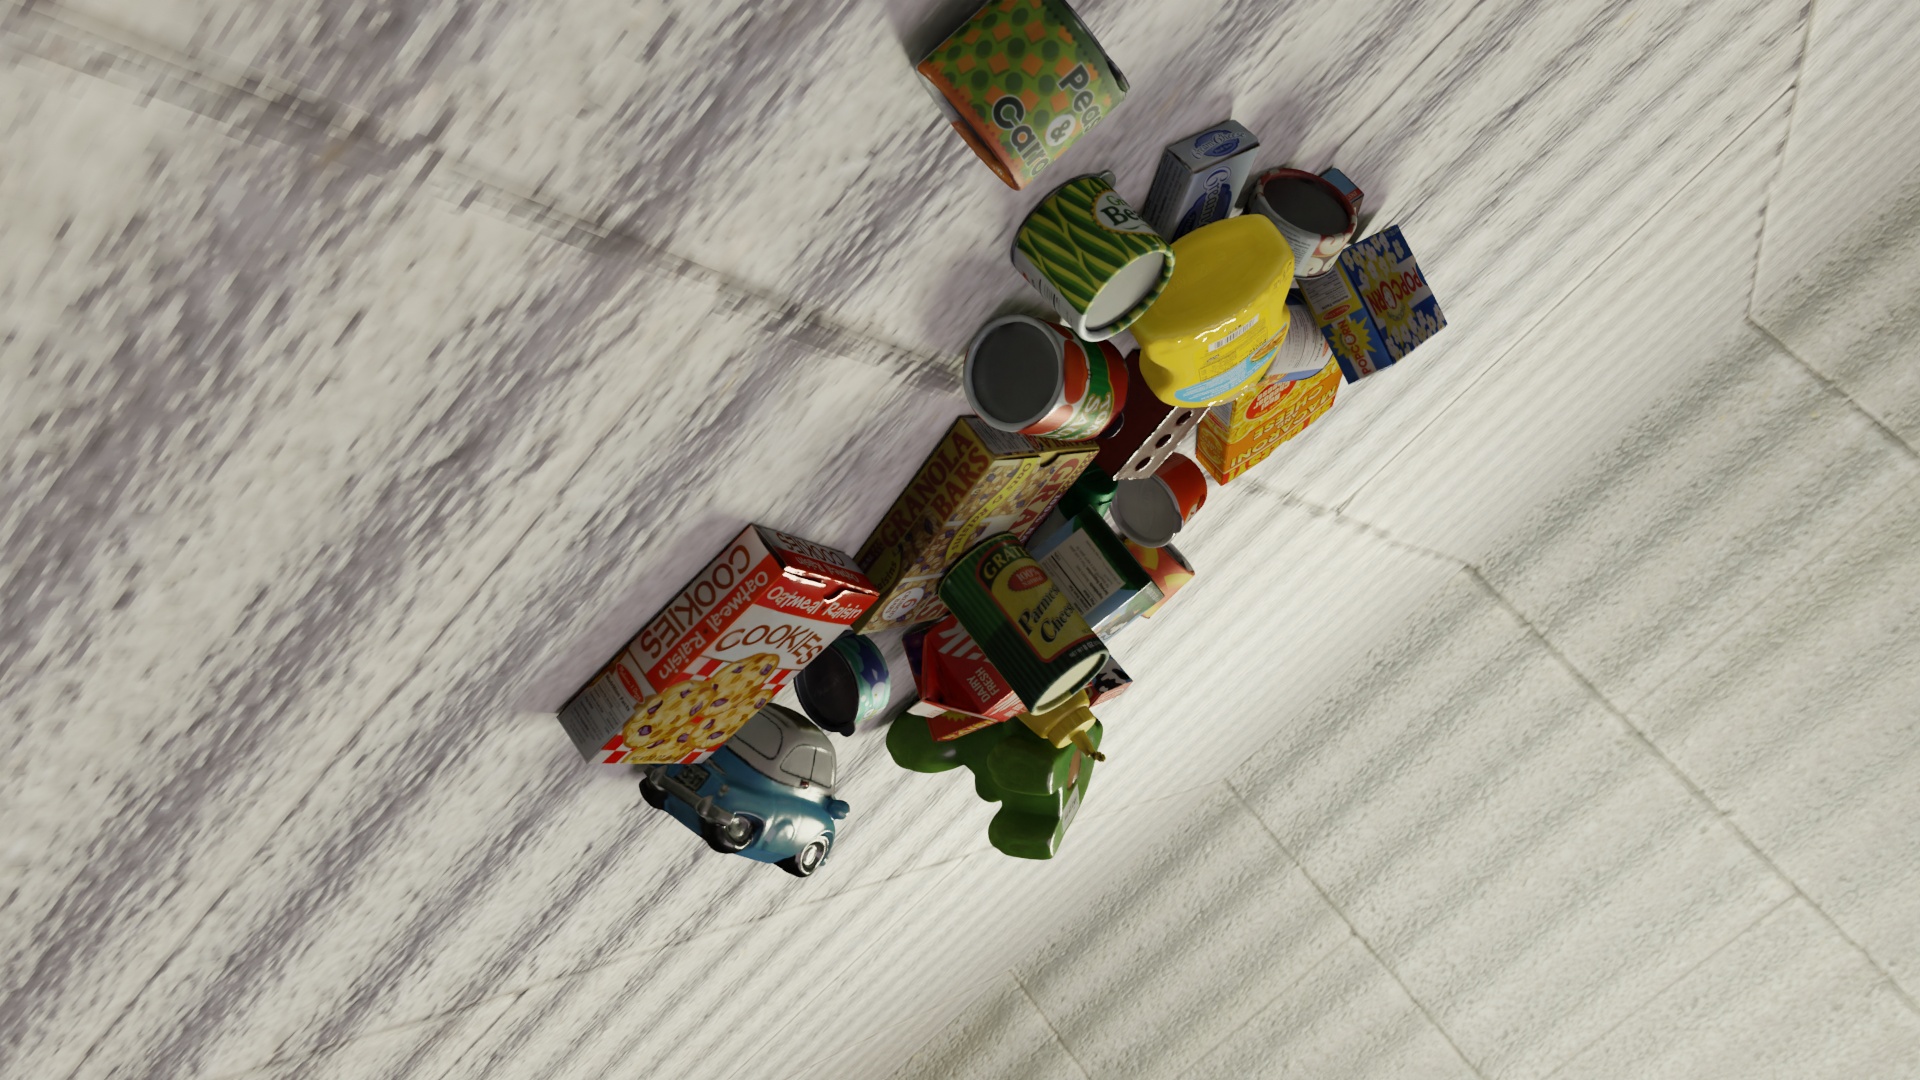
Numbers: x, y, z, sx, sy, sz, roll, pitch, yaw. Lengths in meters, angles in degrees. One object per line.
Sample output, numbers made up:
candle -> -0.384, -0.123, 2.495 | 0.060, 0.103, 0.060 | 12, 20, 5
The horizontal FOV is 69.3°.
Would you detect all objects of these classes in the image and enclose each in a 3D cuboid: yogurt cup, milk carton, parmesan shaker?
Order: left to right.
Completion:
milk carton -> 0.045, 0.066, 0.987 | 0.190, 0.073, 0.072 | -39, 162, 4
parmesan shaker -> 0.044, 0.054, 0.915 | 0.071, 0.103, 0.071 | -34, 159, -15
yogurt cup -> 0.157, -0.035, 1.093 | 0.054, 0.072, 0.072 | -32, 159, -39

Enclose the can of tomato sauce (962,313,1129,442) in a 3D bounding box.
can of tomato sauce -> 0.050, -0.090, 0.794 | 0.071, 0.071, 0.083 | -48, 157, 21

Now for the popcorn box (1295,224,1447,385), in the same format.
popcorn box -> 0.290, -0.168, 0.976 | 0.038, 0.085, 0.127 | -26, -177, 40

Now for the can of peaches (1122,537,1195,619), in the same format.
can of peaches -> 0.162, 0.025, 1.218 | 0.058, 0.071, 0.071 | -45, 158, 14

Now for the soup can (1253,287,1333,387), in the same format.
soup can -> 0.211, -0.141, 0.967 | 0.084, 0.071, 0.071 | -13, 147, -47

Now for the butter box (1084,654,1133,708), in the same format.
butter box -> 0.097, 0.095, 1.199 | 0.053, 0.104, 0.024 | -14, 147, -50

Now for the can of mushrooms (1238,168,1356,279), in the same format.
can of mushrooms -> 0.206, -0.195, 0.847 | 0.071, 0.071, 0.033 | -25, 154, -32

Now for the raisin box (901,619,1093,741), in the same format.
raisin box -> 0.027, 0.092, 1.052 | 0.123, 0.086, 0.040 | -23, 165, 16

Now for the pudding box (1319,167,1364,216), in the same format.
pudding box -> 0.219, -0.200, 0.907 | 0.084, 0.030, 0.049 | -34, 159, -12

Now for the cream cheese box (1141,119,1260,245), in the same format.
cream cheese box -> 0.129, -0.187, 0.793 | 0.053, 0.024, 0.103 | -29, 157, -27

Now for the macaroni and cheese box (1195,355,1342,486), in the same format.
macaroni and cheese box -> 0.248, -0.121, 1.101 | 0.124, 0.040, 0.166 | -36, 158, -7

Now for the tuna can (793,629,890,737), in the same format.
tuna can -> -0.081, 0.098, 0.956 | 0.033, 0.071, 0.070 | -17, 150, -46

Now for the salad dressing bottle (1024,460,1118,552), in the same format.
salad dressing bottle -> 0.081, -0.002, 1.061 | 0.064, 0.044, 0.146 | -19, 150, -30

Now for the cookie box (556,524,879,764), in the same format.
cookie box -> -0.141, 0.068, 0.838 | 0.167, 0.040, 0.123 | -43, 159, 10

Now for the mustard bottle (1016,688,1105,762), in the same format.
mustard bottle -> 0.061, 0.115, 1.100 | 0.065, 0.160, 0.048 | -21, 154, -36

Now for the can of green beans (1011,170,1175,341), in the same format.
can of green beans -> 0.070, -0.147, 0.728 | 0.071, 0.058, 0.071 | -33, 158, -15

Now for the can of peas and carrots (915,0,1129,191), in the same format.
can of peas and carrots -> 0.025, -0.184, 0.563 | 0.058, 0.071, 0.071 | -41, 159, 5

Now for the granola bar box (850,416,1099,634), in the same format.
granola bar box -> 0.003, -0.012, 0.918 | 0.124, 0.039, 0.164 | -10, 144, -53
